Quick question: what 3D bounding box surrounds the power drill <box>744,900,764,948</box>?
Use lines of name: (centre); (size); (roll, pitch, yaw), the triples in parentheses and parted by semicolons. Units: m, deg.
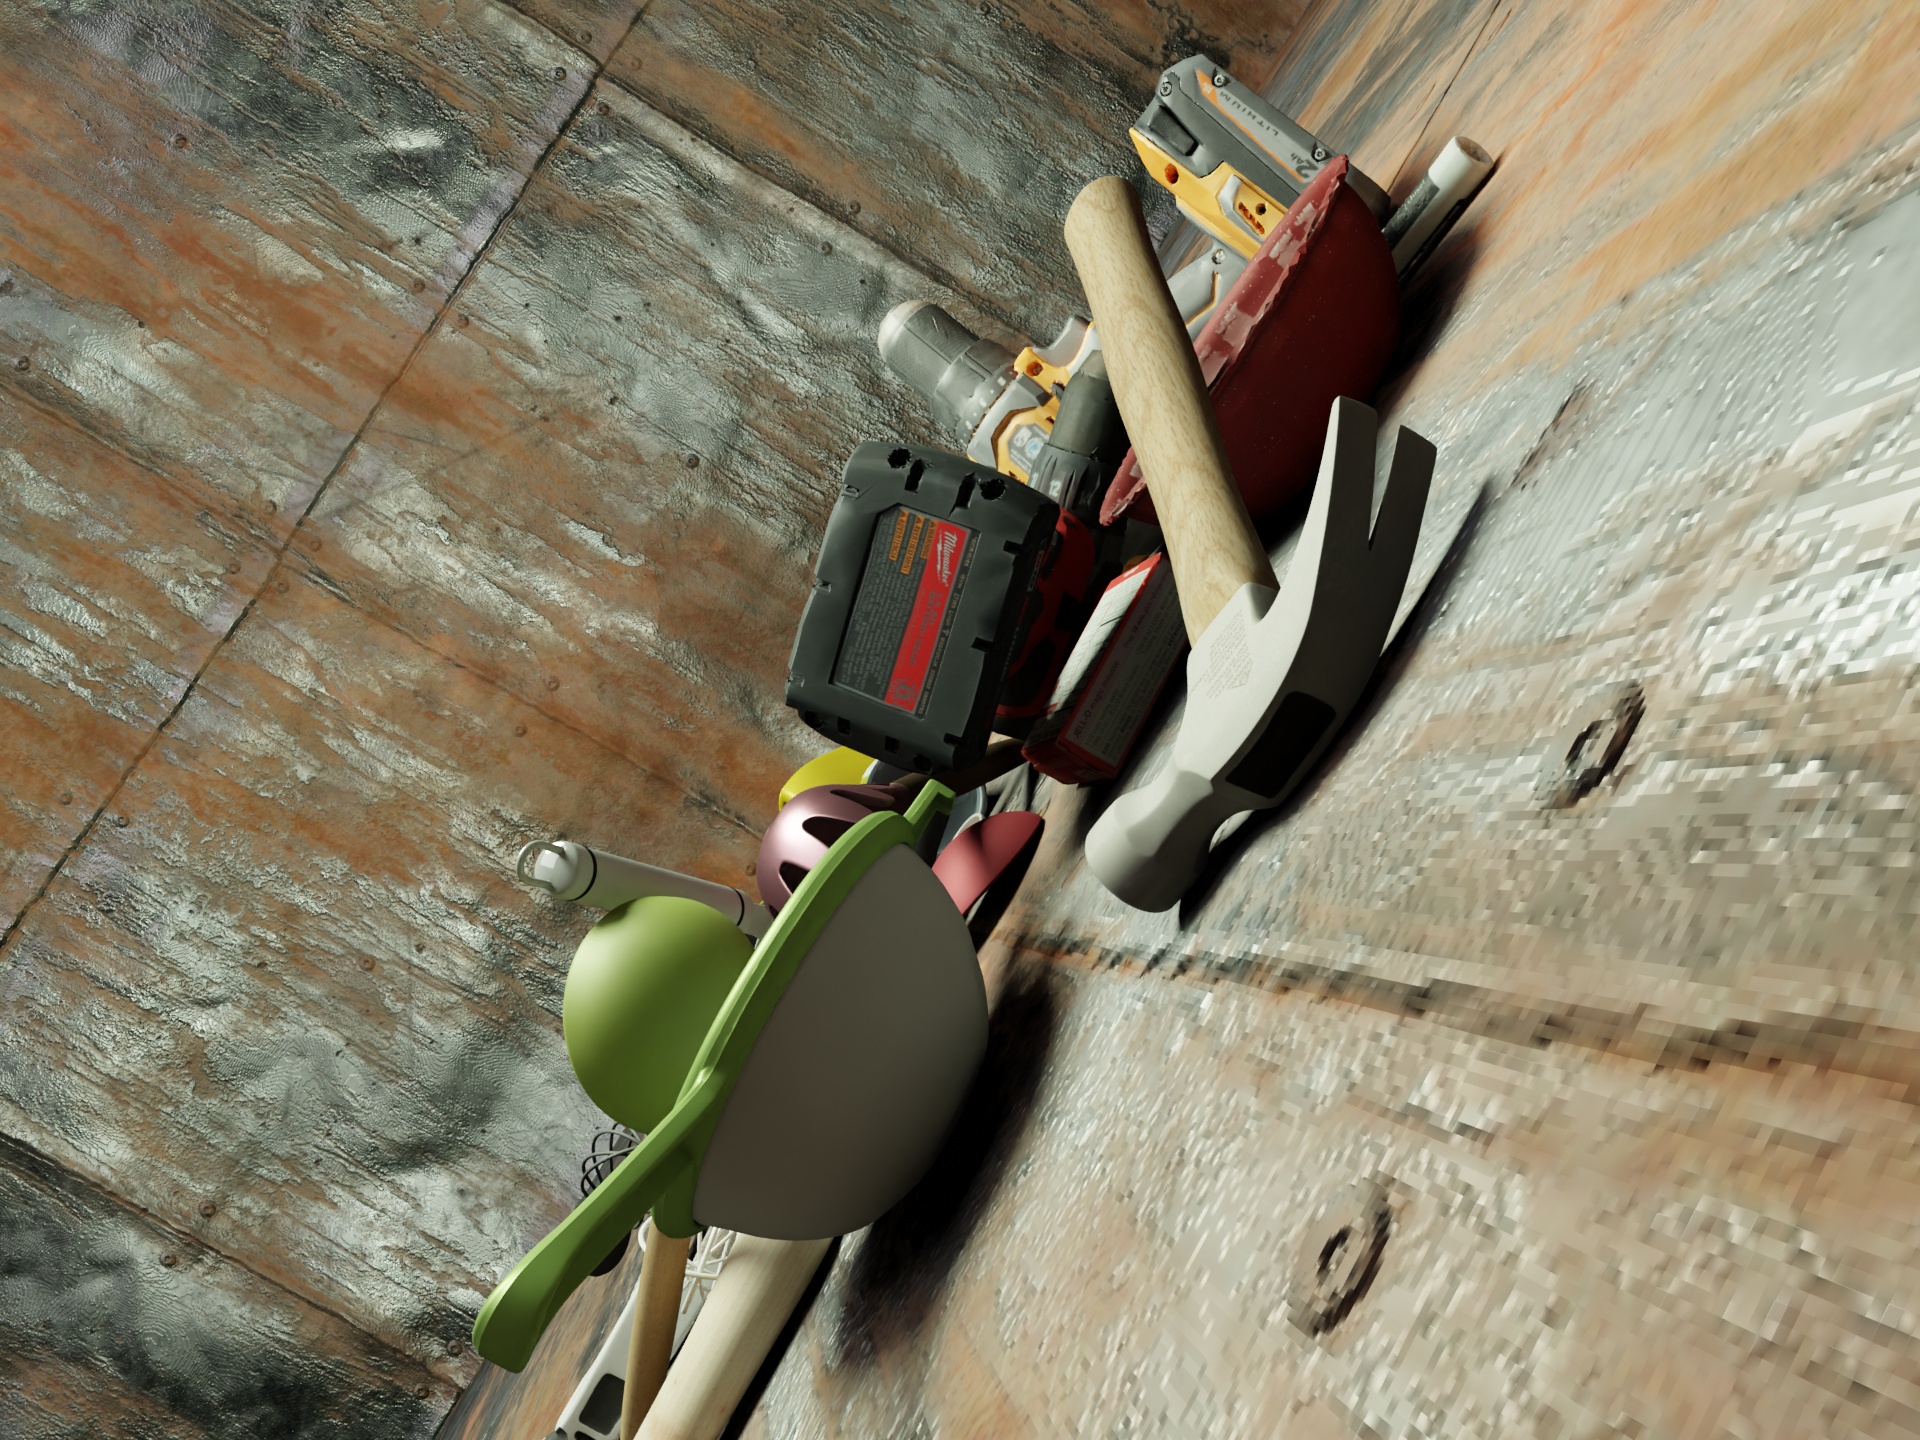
power drill: (-0.094, 0.121, 1.067); (0.190, 0.080, 0.229); (-54, 4, 29)

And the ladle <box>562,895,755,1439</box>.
ladle: (-0.121, 0.193, 0.606); (0.078, 0.062, 0.320); (-44, -24, -48)

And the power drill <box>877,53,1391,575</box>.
power drill: (0.077, -0.211, 0.791); (0.226, 0.185, 0.084); (-53, -12, 21)

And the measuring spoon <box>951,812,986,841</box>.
measuring spoon: (-0.007, 0.098, 0.733); (0.034, 0.018, 0.124); (-39, 26, 56)

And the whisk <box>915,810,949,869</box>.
whisk: (0.000, -0.002, 0.827); (0.070, 0.070, 0.285); (133, 155, -67)

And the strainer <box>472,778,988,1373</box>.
strainer: (-0.045, 0.119, 0.459); (0.151, 0.069, 0.256); (-66, -9, 17)

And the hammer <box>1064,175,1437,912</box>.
hammer: (0.069, -0.099, 0.512); (0.130, 0.031, 0.332); (-54, 26, 33)

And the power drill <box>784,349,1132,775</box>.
power drill: (0.023, -0.074, 0.682); (0.226, 0.080, 0.188); (-19, -52, -70)

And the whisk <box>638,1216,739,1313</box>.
whisk: (-0.105, 0.218, 0.773); (0.246, 0.059, 0.058); (-61, -17, -84)

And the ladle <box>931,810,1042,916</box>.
ladle: (-0.051, 0.168, 0.659); (0.315, 0.031, 0.069); (-61, 6, -15)

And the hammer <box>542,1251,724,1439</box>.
hammer: (-0.166, 0.297, 0.942); (0.146, 0.035, 0.335); (-58, 5, 11)

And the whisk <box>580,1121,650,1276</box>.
whisk: (-0.191, 0.274, 0.881); (0.055, 0.055, 0.238); (-62, 1, -36)

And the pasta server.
pasta server: (-0.011, 0.034, 0.673); (0.060, 0.040, 0.316); (-66, -14, 13)

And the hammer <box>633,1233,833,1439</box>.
hammer: (-0.151, 0.342, 0.529); (0.411, 0.038, 0.146); (-61, 4, -28)

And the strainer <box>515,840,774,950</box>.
strainer: (-0.084, 0.077, 0.614); (0.258, 0.050, 0.087); (30, -97, -61)
